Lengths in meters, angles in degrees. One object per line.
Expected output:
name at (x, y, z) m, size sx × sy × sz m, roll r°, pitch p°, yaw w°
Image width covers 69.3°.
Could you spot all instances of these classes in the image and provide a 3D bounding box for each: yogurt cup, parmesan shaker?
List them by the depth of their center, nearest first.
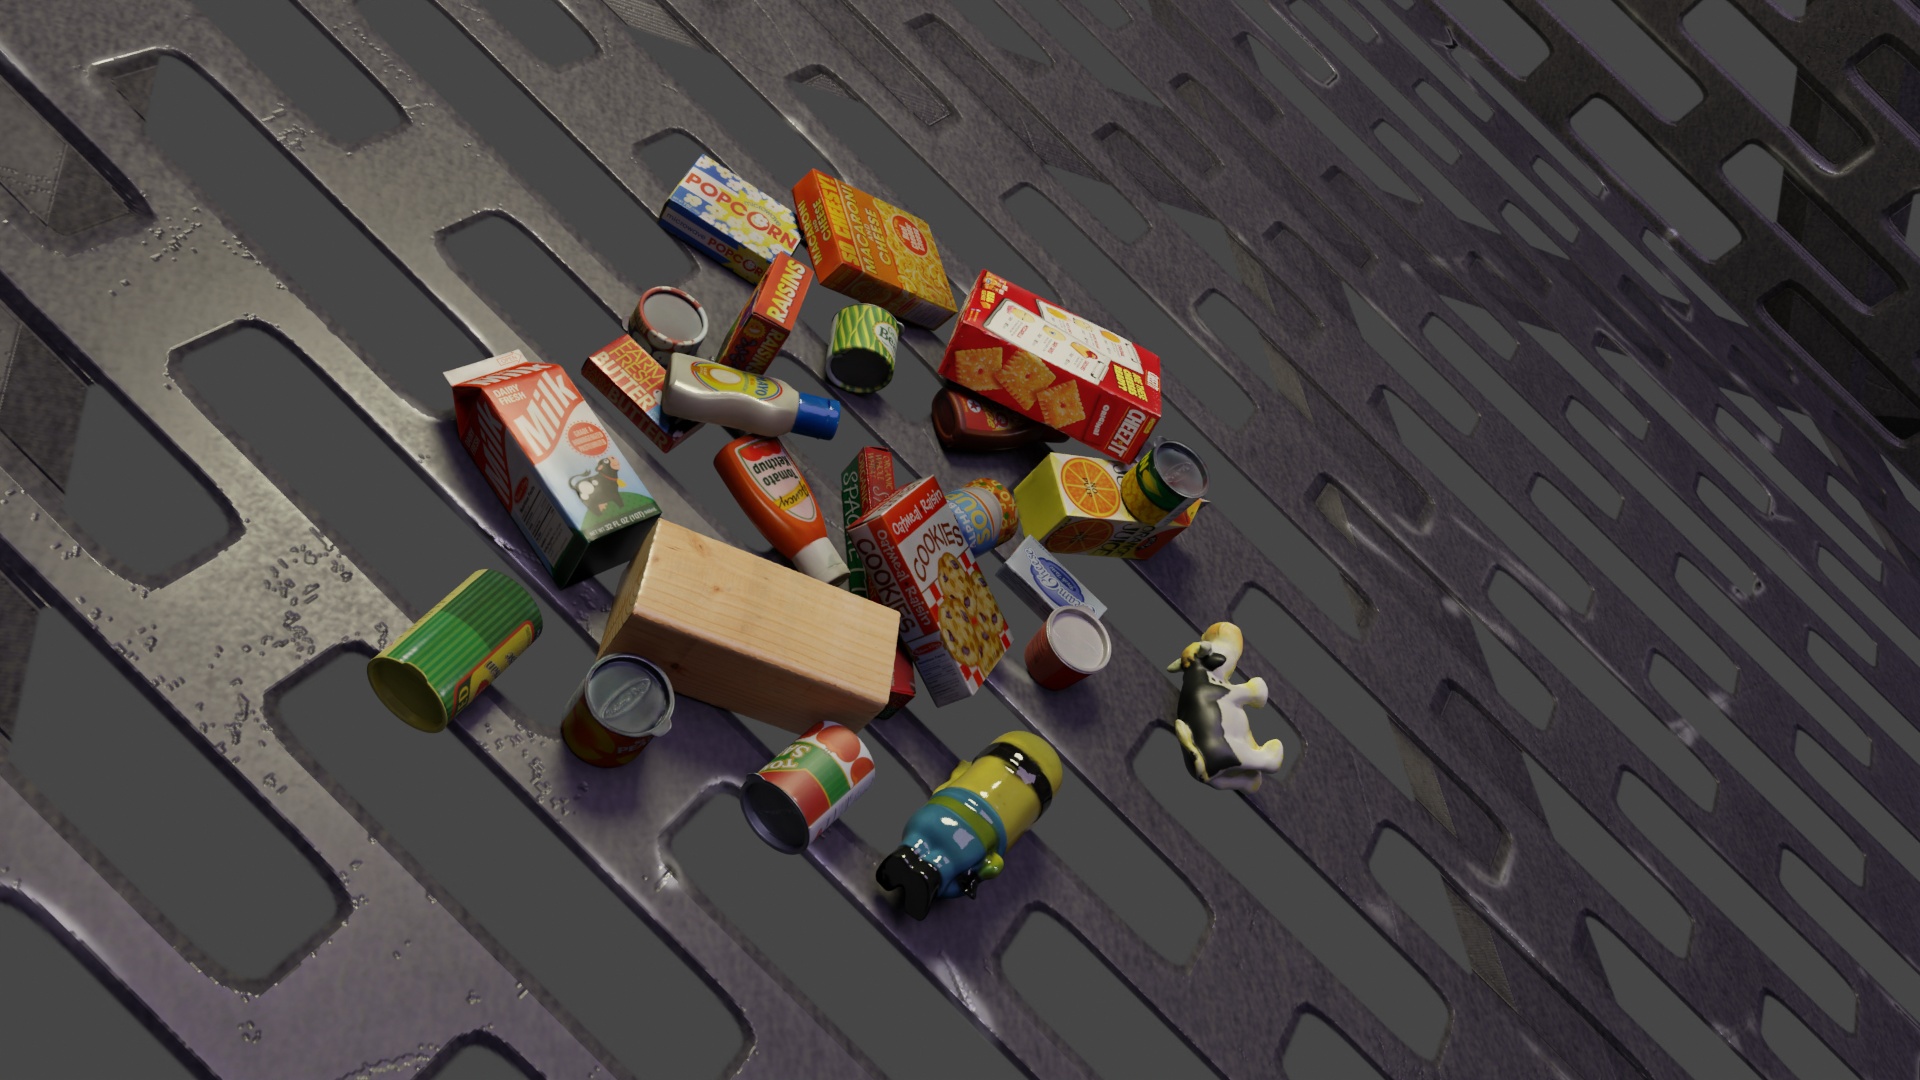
parmesan shaker at (-0.347, 0.074, 0.962) m, size 0.071 × 0.071 × 0.103 m, roll 41°, pitch 45°, yaw -3°
yogurt cup at (0.094, 0.101, 1.261) m, size 0.072 × 0.053 × 0.073 m, roll 18°, pitch 50°, yaw -23°

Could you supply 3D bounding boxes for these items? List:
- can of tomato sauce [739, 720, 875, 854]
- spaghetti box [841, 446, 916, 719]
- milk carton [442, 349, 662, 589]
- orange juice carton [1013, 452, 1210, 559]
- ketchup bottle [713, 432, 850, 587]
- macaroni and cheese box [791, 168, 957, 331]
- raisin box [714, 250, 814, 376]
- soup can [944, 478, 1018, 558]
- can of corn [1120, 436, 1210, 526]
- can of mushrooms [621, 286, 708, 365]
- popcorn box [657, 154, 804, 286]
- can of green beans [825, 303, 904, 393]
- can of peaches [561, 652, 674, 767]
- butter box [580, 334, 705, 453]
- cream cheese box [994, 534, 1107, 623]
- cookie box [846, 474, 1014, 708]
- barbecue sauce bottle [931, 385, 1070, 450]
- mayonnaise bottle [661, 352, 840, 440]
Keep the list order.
can of tomato sauce at (-0.115, 0.183, 1.047) m, size 0.071 × 0.071 × 0.083 m, roll 48°, pitch 44°, yaw 4°
spaghetti box at (-0.073, 0.031, 1.198) m, size 0.029 × 0.050 × 0.251 m, roll 13°, pitch 52°, yaw -29°
milk carton at (-0.322, -0.066, 1.079) m, size 0.073 × 0.073 × 0.191 m, roll -28°, pitch 77°, yaw -44°
orange juice carton at (0.156, -0.030, 1.386) m, size 0.193 × 0.071 × 0.073 m, roll 5°, pitch 57°, yaw -32°
ketchup bottle at (-0.149, -0.022, 1.189) m, size 0.065 × 0.043 × 0.149 m, roll -22°, pitch 74°, yaw -47°
macaroni and cheese box at (-0.086, -0.290, 1.399) m, size 0.166 × 0.040 × 0.124 m, roll 13°, pitch 51°, yaw -47°
raisin box at (-0.180, -0.183, 1.227) m, size 0.040 × 0.122 × 0.086 m, roll 28°, pitch 48°, yaw -16°
soup can at (0.005, -0.016, 1.270) m, size 0.084 × 0.071 × 0.071 m, roll -28°, pitch 77°, yaw -44°
can of corn at (0.195, -0.057, 1.338) m, size 0.071 × 0.058 × 0.071 m, roll 18°, pitch 51°, yaw -23°
can of mushrooms at (-0.263, -0.192, 1.239) m, size 0.071 × 0.033 × 0.071 m, roll 18°, pitch 51°, yaw -24°
popcorn box at (-0.219, -0.308, 1.349) m, size 0.126 × 0.038 × 0.085 m, roll 31°, pitch 45°, yaw -12°
can of green beans at (-0.094, -0.183, 1.326) m, size 0.071 × 0.071 × 0.058 m, roll 21°, pitch 50°, yaw -21°
can of peaches at (-0.247, 0.125, 1.004) m, size 0.071 × 0.057 × 0.071 m, roll 19°, pitch 50°, yaw -24°
butter box at (-0.270, -0.126, 1.193) m, size 0.103 × 0.024 × 0.053 m, roll 43°, pitch 44°, yaw -1°
cream cheese box at (0.086, 0.048, 1.314) m, size 0.104 × 0.024 × 0.054 m, roll 44°, pitch 46°, yaw 0°
cookie box at (-0.023, 0.039, 1.173) m, size 0.167 × 0.040 × 0.123 m, roll 63°, pitch 25°, yaw -8°
barbecue sauce bottle at (0.045, -0.119, 1.393) m, size 0.149 × 0.043 × 0.065 m, roll 1°, pitch 57°, yaw -35°
mayonnaise bottle at (-0.178, -0.119, 1.188) m, size 0.148 × 0.041 × 0.065 m, roll 12°, pitch 35°, yaw -18°
